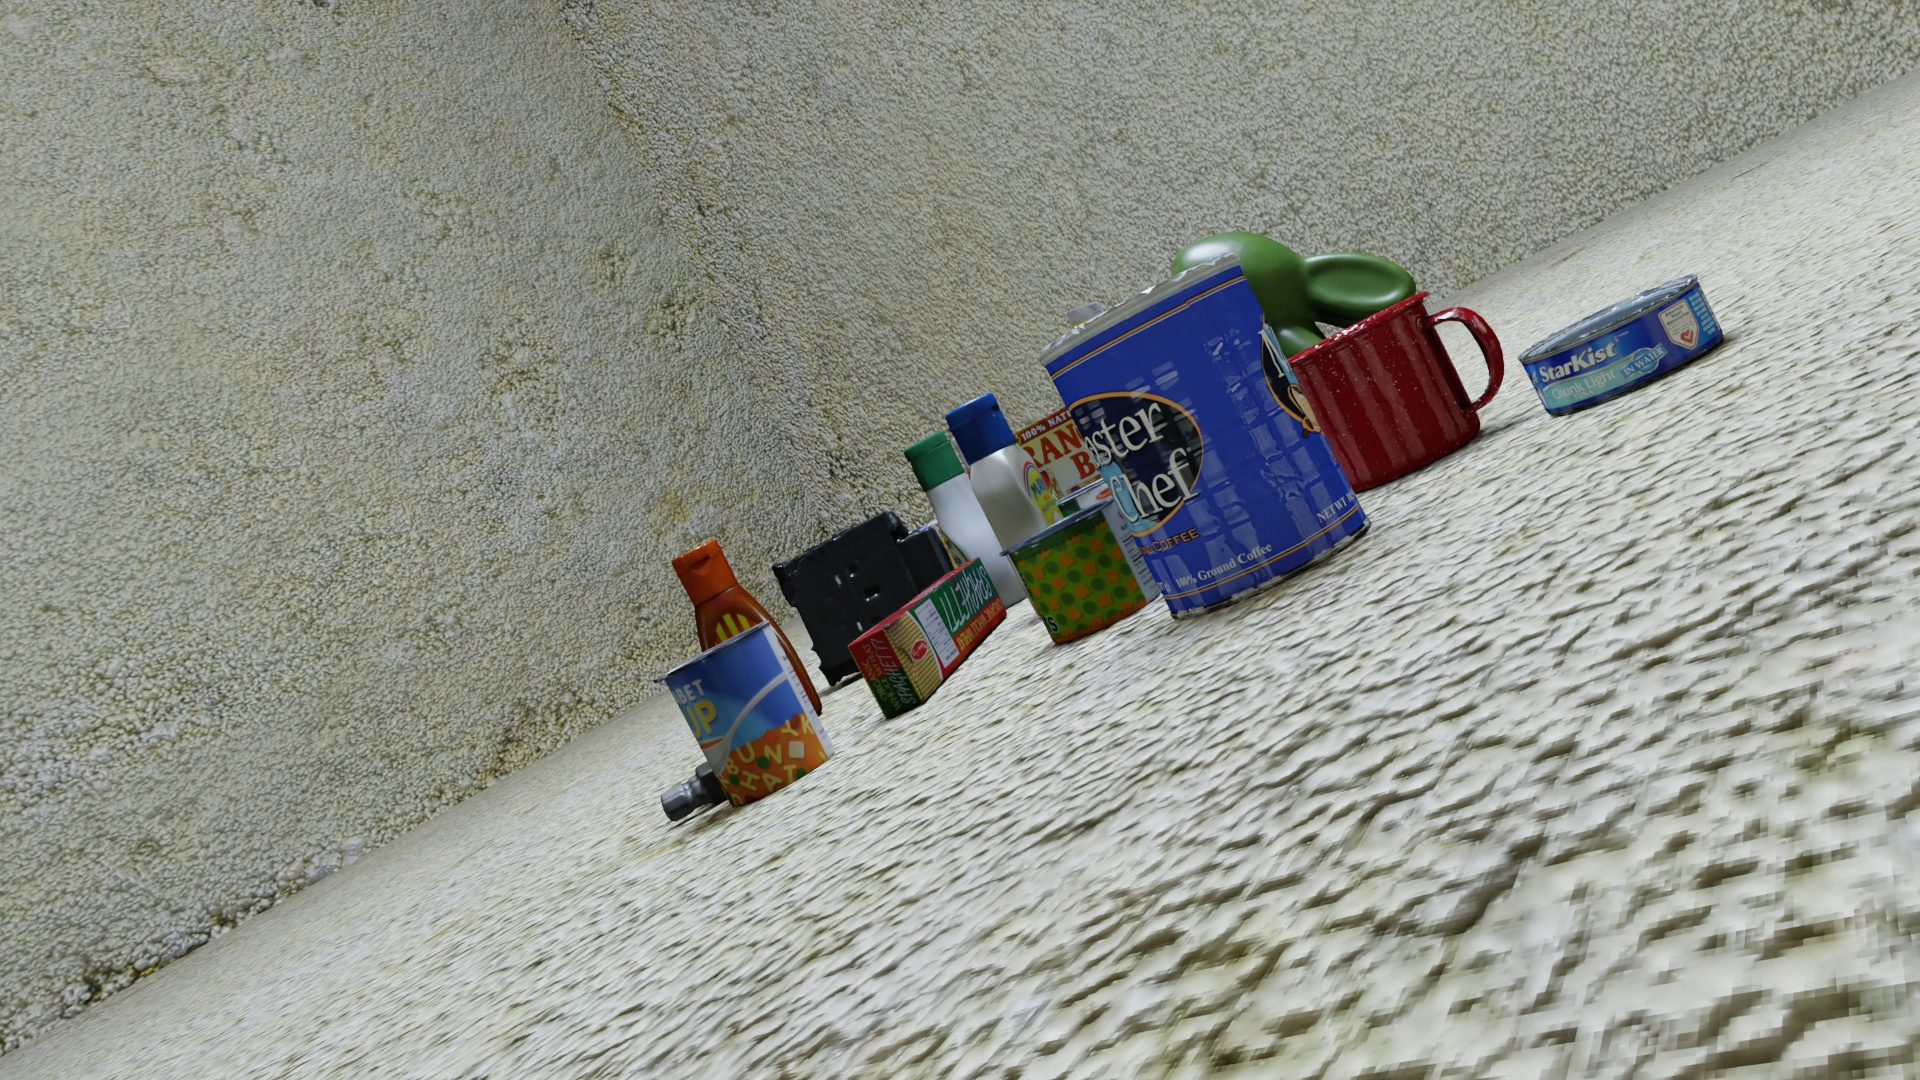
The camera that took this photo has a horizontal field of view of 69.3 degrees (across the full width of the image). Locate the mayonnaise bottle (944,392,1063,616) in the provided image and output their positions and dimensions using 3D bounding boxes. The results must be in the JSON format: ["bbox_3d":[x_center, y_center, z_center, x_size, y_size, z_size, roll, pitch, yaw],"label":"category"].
[{"bbox_3d":[0.039,-0.025,0.921,0.041,0.148,0.065,-27,2,23],"label":"mayonnaise bottle"}]

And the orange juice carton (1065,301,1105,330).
[{"bbox_3d":[0.148,-0.116,1.197,0.073,0.192,0.072,-26,2,34],"label":"orange juice carton"}]

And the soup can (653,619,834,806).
[{"bbox_3d":[-0.120,0.097,0.773,0.071,0.083,0.071,-27,2,1],"label":"soup can"}]

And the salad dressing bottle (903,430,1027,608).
[{"bbox_3d":[0.004,-0.014,1.097,0.044,0.147,0.064,-27,1,-4],"label":"salad dressing bottle"}]

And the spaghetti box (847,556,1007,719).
[{"bbox_3d":[-0.014,0.057,0.910,0.028,0.050,0.251,-27,2,16],"label":"spaghetti box"}]

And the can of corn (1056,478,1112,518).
[{"bbox_3d":[0.105,-0.013,1.036,0.071,0.058,0.071,-27,2,1],"label":"can of corn"}]

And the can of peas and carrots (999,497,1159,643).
[{"bbox_3d":[0.065,0.018,0.758,0.071,0.058,0.071,-27,2,1],"label":"can of peas and carrots"}]

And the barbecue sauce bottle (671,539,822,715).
[{"bbox_3d":[-0.160,0.073,1.005,0.065,0.148,0.043,-27,1,-9],"label":"barbecue sauce bottle"}]

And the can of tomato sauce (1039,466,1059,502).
[{"bbox_3d":[0.062,-0.010,1.170,0.071,0.083,0.071,-27,2,1],"label":"can of tomato sauce"}]

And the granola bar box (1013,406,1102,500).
[{"bbox_3d":[0.123,-0.070,1.318,0.165,0.124,0.039,-26,2,33],"label":"granola bar box"}]

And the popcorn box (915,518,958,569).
[{"bbox_3d":[-0.007,0.020,1.289,0.038,0.085,0.126,-27,2,-5],"label":"popcorn box"}]

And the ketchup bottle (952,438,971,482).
[{"bbox_3d":[0.041,-0.045,1.419,0.064,0.148,0.044,-27,2,20],"label":"ketchup bottle"}]
